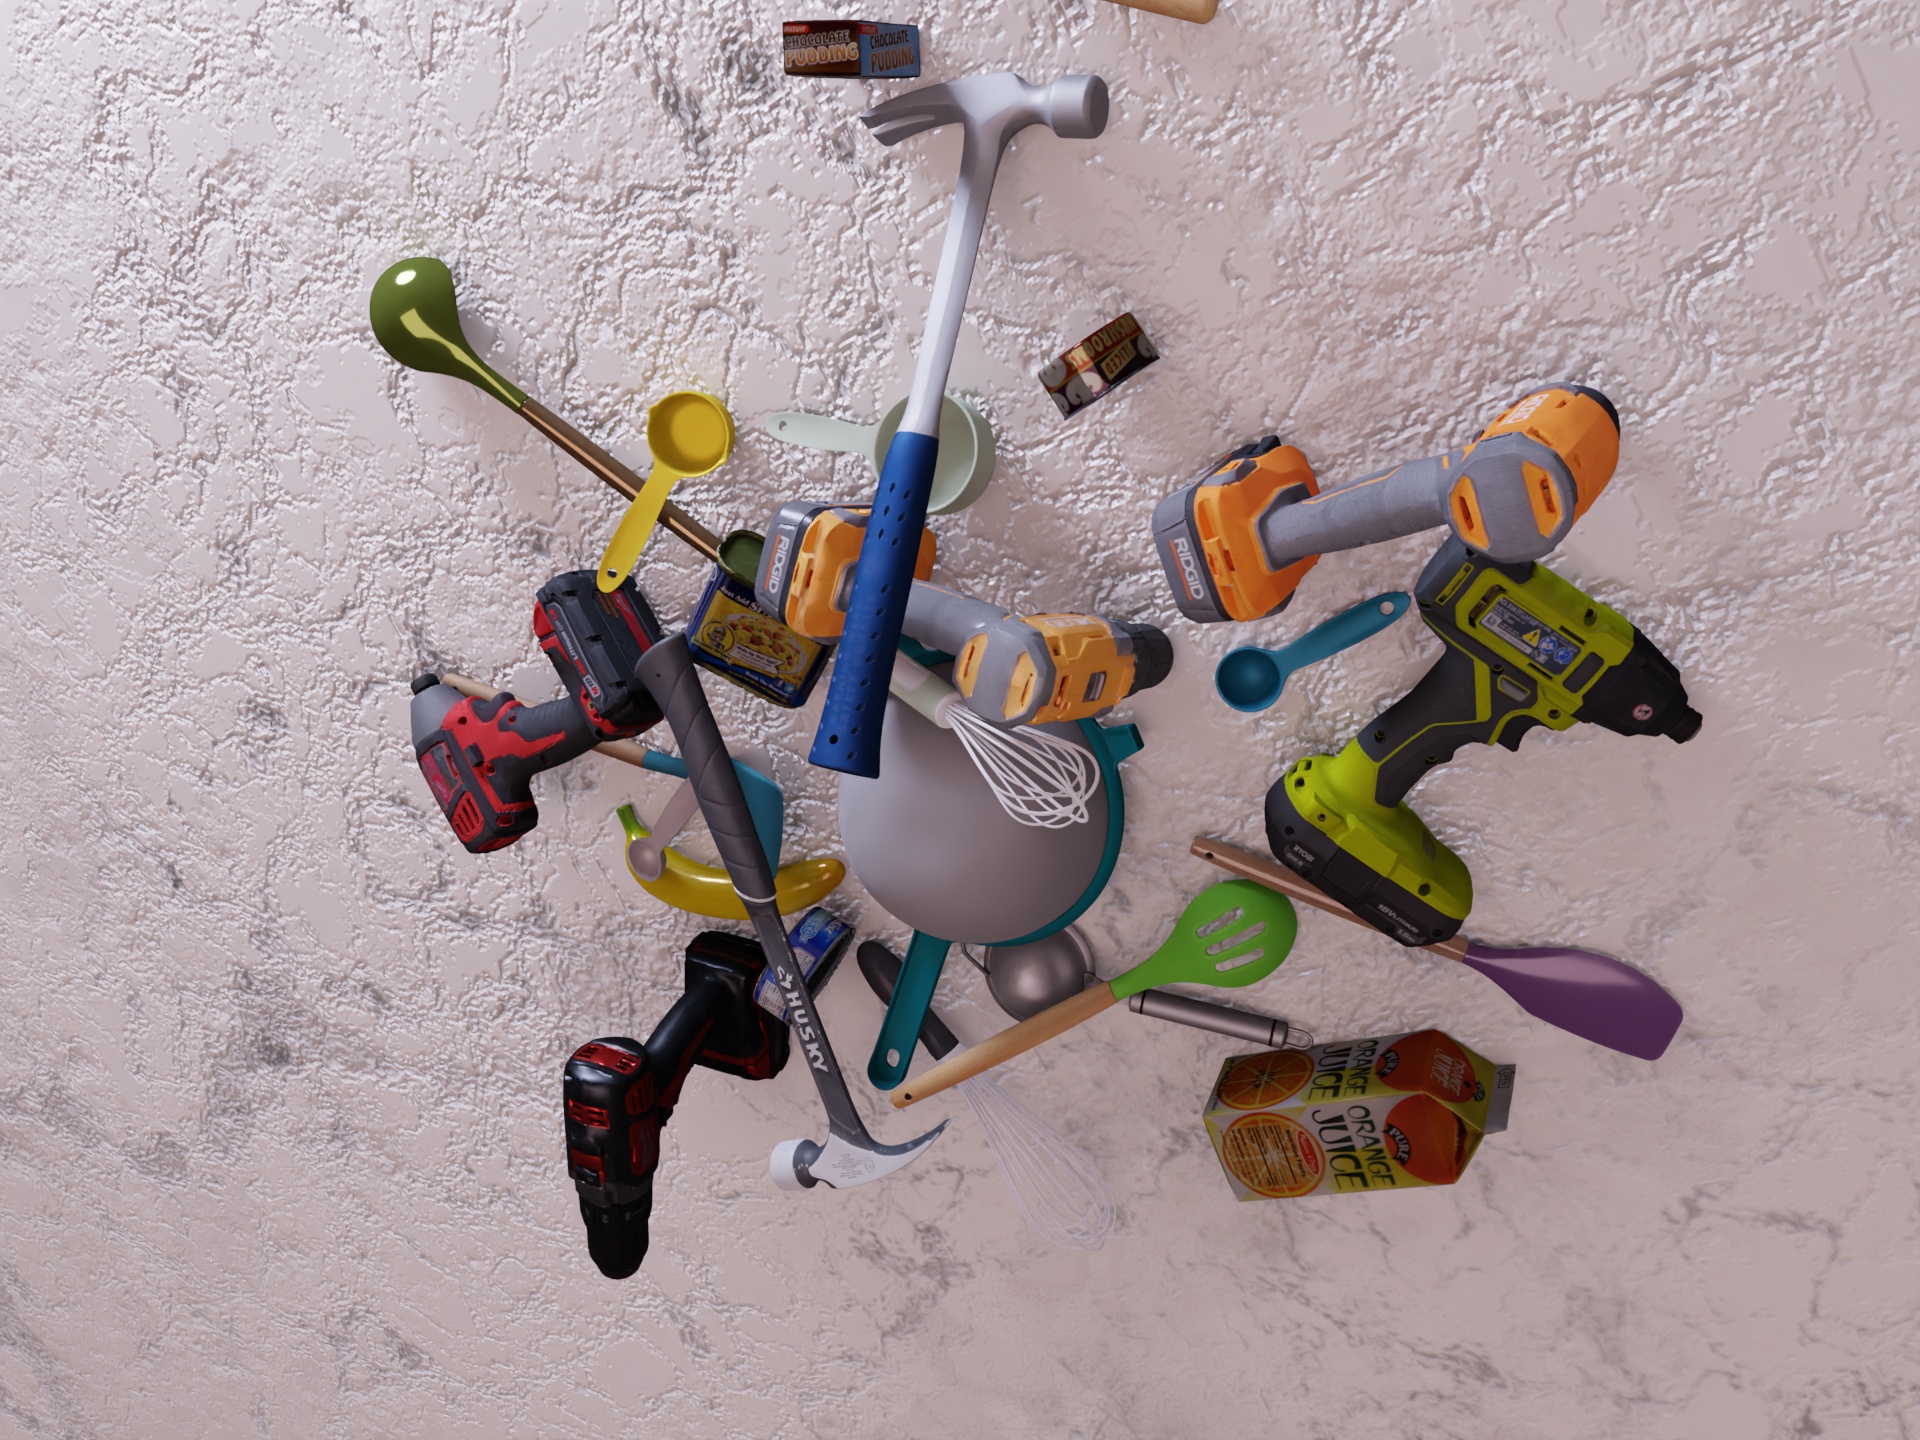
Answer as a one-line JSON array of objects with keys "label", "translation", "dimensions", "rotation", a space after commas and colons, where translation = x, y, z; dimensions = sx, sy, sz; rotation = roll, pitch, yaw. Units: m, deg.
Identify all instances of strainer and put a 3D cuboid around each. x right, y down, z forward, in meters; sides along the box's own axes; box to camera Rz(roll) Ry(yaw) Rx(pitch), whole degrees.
[{"label": "strainer", "translation": [-0.024, 0.119, 1.068], "dimensions": [0.211, 0.095, 0.340], "rotation": [25, 111, 19]}, {"label": "strainer", "translation": [0.116, 0.191, 1.106], "dimensions": [0.258, 0.050, 0.087], "rotation": [12, 103, 15]}]

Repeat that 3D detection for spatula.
[{"label": "spatula", "translation": [-0.262, 0.024, 1.191], "dimensions": [0.317, 0.044, 0.082], "rotation": [20, 124, 16]}, {"label": "spatula", "translation": [0.297, 0.135, 1.012], "dimensions": [0.316, 0.018, 0.059], "rotation": [21, 117, 13]}]

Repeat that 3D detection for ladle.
[{"label": "ladle", "translation": [-0.275, -0.205, 1.103], "dimensions": [0.320, 0.062, 0.078], "rotation": [37, 121, -4]}]

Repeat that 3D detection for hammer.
[{"label": "hammer", "translation": [-0.027, -0.170, 0.893], "dimensions": [0.144, 0.035, 0.405], "rotation": [10, 84, 25]}, {"label": "hammer", "translation": [-0.130, 0.135, 1.091], "dimensions": [0.149, 0.036, 0.409], "rotation": [-15, 100, 31]}]

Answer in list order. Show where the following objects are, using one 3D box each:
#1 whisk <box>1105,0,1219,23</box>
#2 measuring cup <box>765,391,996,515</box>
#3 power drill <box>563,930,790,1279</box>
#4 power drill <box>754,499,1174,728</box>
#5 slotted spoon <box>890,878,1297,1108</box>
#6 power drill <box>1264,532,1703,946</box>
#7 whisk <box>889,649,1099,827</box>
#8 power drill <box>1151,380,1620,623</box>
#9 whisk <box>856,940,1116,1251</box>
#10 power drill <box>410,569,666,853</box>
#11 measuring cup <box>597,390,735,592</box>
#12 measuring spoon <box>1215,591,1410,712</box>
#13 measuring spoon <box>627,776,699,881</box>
[{"label": "whisk", "translation": [0.024, -0.424, 0.871], "dimensions": [0.245, 0.047, 0.051], "rotation": [19, 131, 10]}, {"label": "measuring cup", "translation": [-0.051, -0.176, 1.015], "dimensions": [0.168, 0.038, 0.083], "rotation": [16, 99, 31]}, {"label": "power drill", "translation": [-0.211, 0.279, 1.174], "dimensions": [0.080, 0.227, 0.187], "rotation": [11, 116, 19]}, {"label": "power drill", "translation": [0.010, -0.065, 0.979], "dimensions": [0.226, 0.185, 0.084], "rotation": [27, 111, 30]}, {"label": "slotted spoon", "translation": [0.084, 0.196, 1.080], "dimensions": [0.314, 0.031, 0.070], "rotation": [-30, 91, 17]}, {"label": "power drill", "translation": [0.298, 0.019, 0.927], "dimensions": [0.171, 0.080, 0.223], "rotation": [35, 119, 1]}, {"label": "whisk", "translation": [-0.002, -0.003, 0.970], "dimensions": [0.247, 0.058, 0.059], "rotation": [36, 164, 44]}, {"label": "power drill", "translation": [0.236, -0.124, 0.857], "dimensions": [0.226, 0.164, 0.084], "rotation": [-9, 109, 40]}, {"label": "whisk", "translation": [0.016, 0.276, 1.177], "dimensions": [0.070, 0.070, 0.284], "rotation": [-40, 88, 32]}, {"label": "power drill", "translation": [-0.313, -0.011, 1.156], "dimensions": [0.219, 0.078, 0.143], "rotation": [-35, 80, 27]}, {"label": "measuring cup", "translation": [-0.204, -0.153, 1.078], "dimensions": [0.062, 0.029, 0.156], "rotation": [34, 110, -1]}, {"label": "measuring spoon", "translation": [0.215, -0.047, 0.972], "dimensions": [0.128, 0.021, 0.042], "rotation": [-29, 98, 22]}, {"label": "measuring spoon", "translation": [-0.209, 0.074, 1.168], "dimensions": [0.034, 0.018, 0.124], "rotation": [47, 125, 10]}]
